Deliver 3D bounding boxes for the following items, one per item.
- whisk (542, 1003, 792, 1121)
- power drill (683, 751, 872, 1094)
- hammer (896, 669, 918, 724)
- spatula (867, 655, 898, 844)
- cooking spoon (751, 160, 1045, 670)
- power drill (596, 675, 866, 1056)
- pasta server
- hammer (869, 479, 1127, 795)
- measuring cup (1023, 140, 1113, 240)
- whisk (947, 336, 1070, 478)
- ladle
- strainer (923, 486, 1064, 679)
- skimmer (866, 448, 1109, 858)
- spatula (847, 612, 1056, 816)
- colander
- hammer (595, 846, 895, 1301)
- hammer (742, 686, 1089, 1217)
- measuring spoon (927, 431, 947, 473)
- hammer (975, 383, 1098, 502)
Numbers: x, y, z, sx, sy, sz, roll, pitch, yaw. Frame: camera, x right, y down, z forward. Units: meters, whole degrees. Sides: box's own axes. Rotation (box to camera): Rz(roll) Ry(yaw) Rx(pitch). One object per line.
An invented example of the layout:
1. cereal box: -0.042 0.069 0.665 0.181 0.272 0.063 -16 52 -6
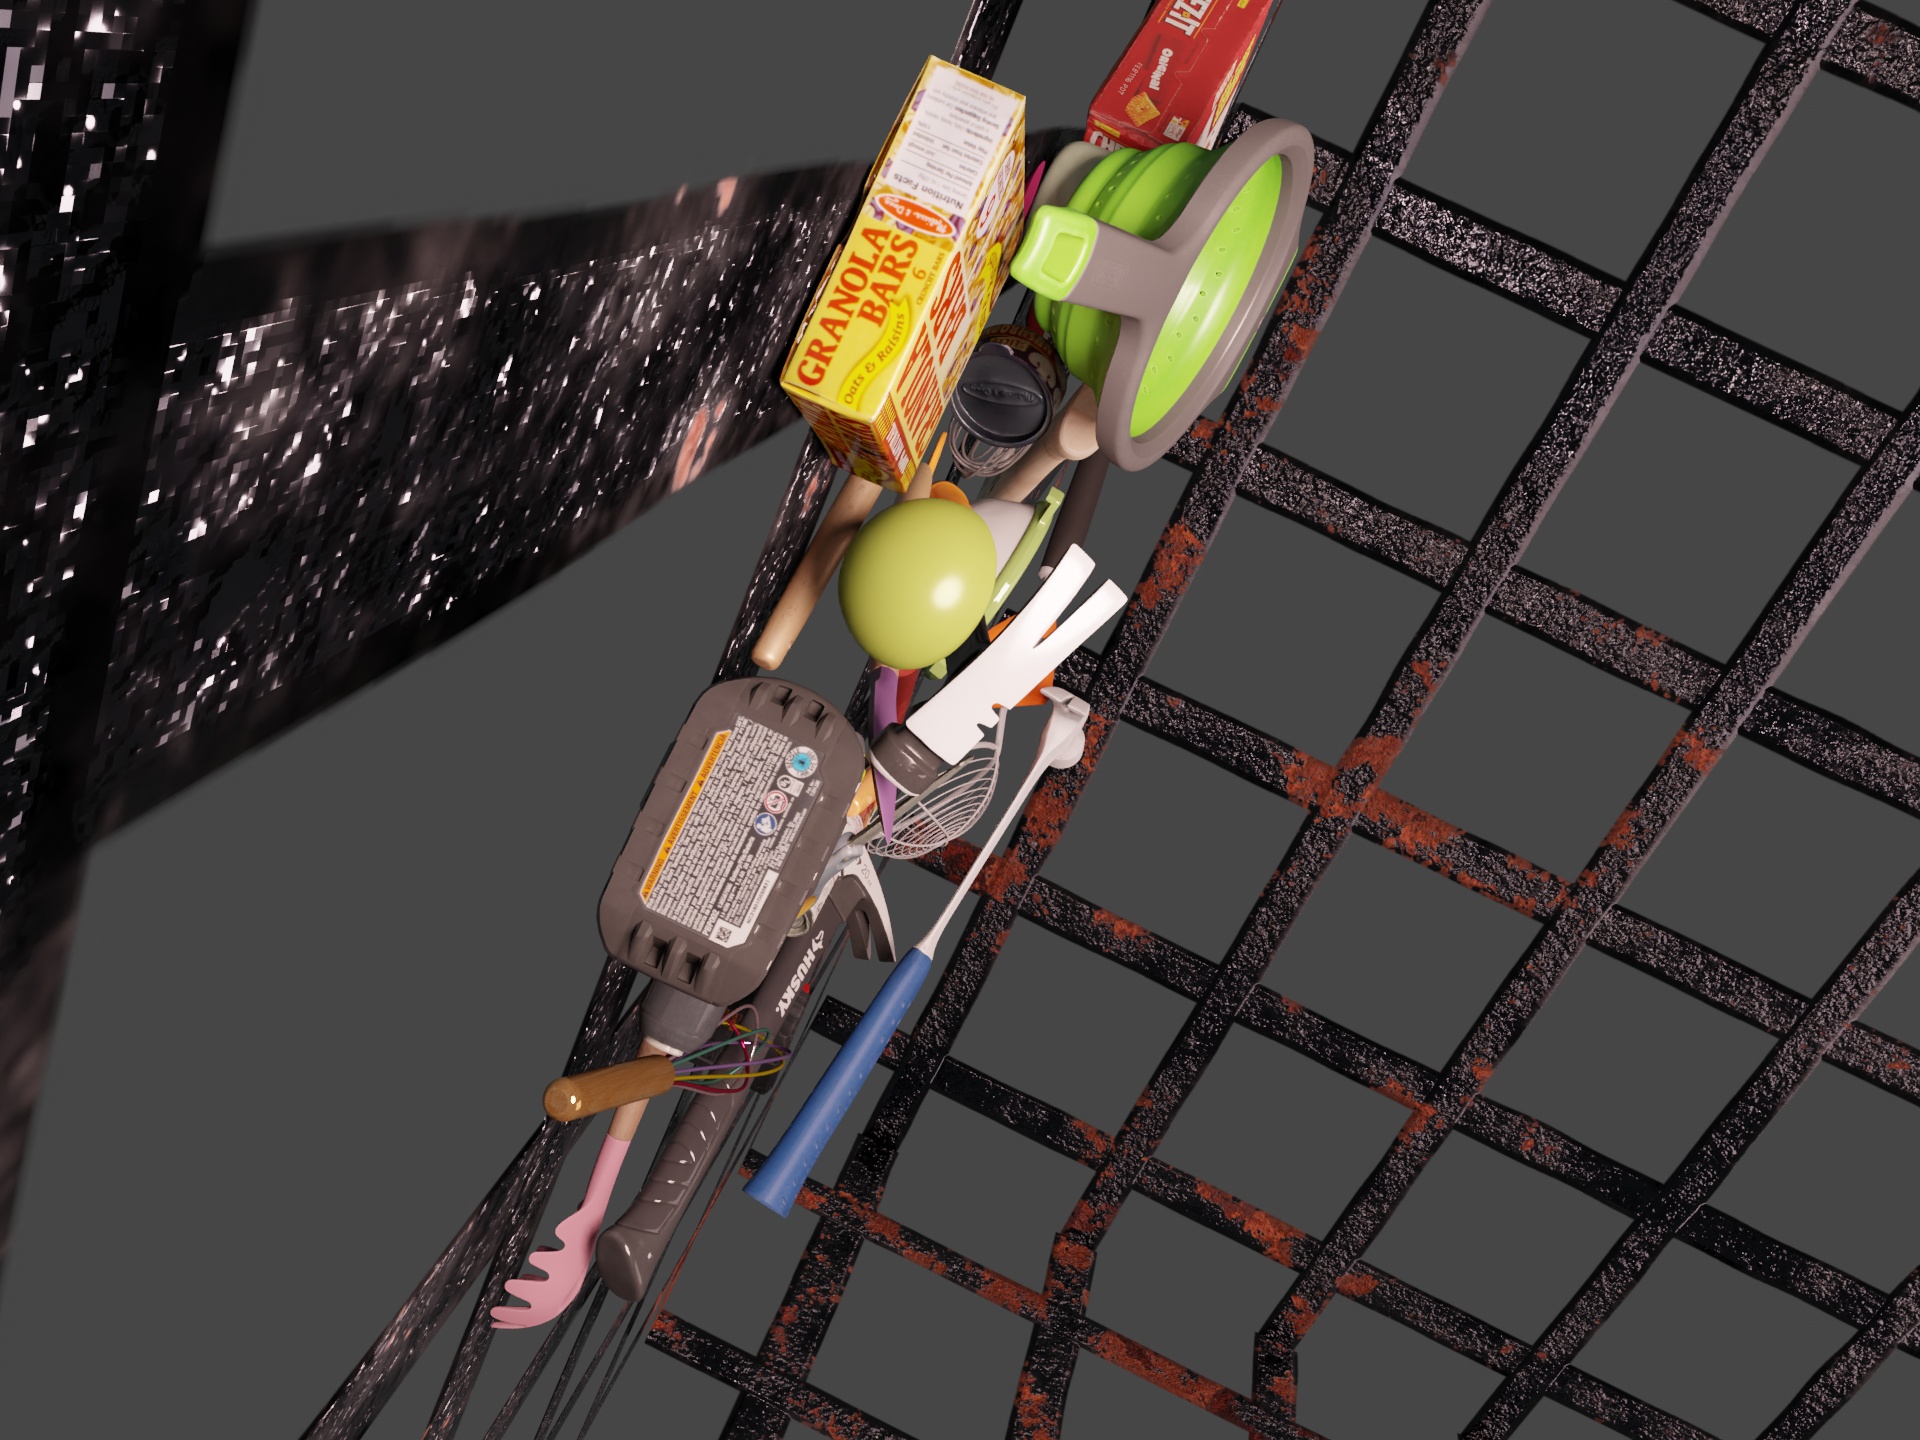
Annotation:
1. whisk: -0.159 0.189 0.868 0.051 0.047 0.245 -33 167 12
2. power drill: -0.125 0.144 1.198 0.227 0.080 0.187 -66 180 -47
3. hammer: -0.059 -0.012 1.444 0.149 0.036 0.359 -63 178 -23
4. spatula: -0.040 -0.031 0.840 0.316 0.018 0.059 -94 176 -61
5. cooking spoon: -0.025 -0.158 0.787 0.319 0.017 0.068 -64 180 -23
6. power drill: -0.108 0.074 0.758 0.228 0.080 0.190 120 -5 -81
7. pasta server: -0.199 0.218 0.943 0.060 0.040 0.316 -8 120 -87
8. hammer: 0.004 -0.076 0.815 0.127 0.034 0.337 -44 -162 12
9. measuring cup: 0.061 -0.297 0.988 0.083 0.038 0.167 -63 180 -12
10. whisk: 0.074 -0.244 0.998 0.239 0.055 0.055 -46 -176 21
11. ladle: -0.018 -0.097 0.808 0.078 0.062 0.320 -50 -170 14
12. strainer: -0.012 -0.109 1.172 0.151 0.069 0.256 -56 -171 -3
13. skimmer: 0.019 -0.063 1.176 0.127 0.090 0.363 86 24 -72
14. spatula: -0.002 -0.003 1.008 0.323 0.041 0.081 -45 140 -63
15. colander: 0.075 -0.238 0.816 0.204 0.094 0.397 -63 164 19
16. hammer: -0.135 0.214 1.021 0.335 0.035 0.146 -62 141 -38
17. hammer: -0.022 0.148 1.082 0.405 0.035 0.144 -57 170 -16
18. measuring spoon: -0.035 -0.132 1.009 0.021 0.011 0.117 103 10 -83
19. hammer: 0.061 -0.206 1.210 0.146 0.038 0.410 -65 -173 -5
